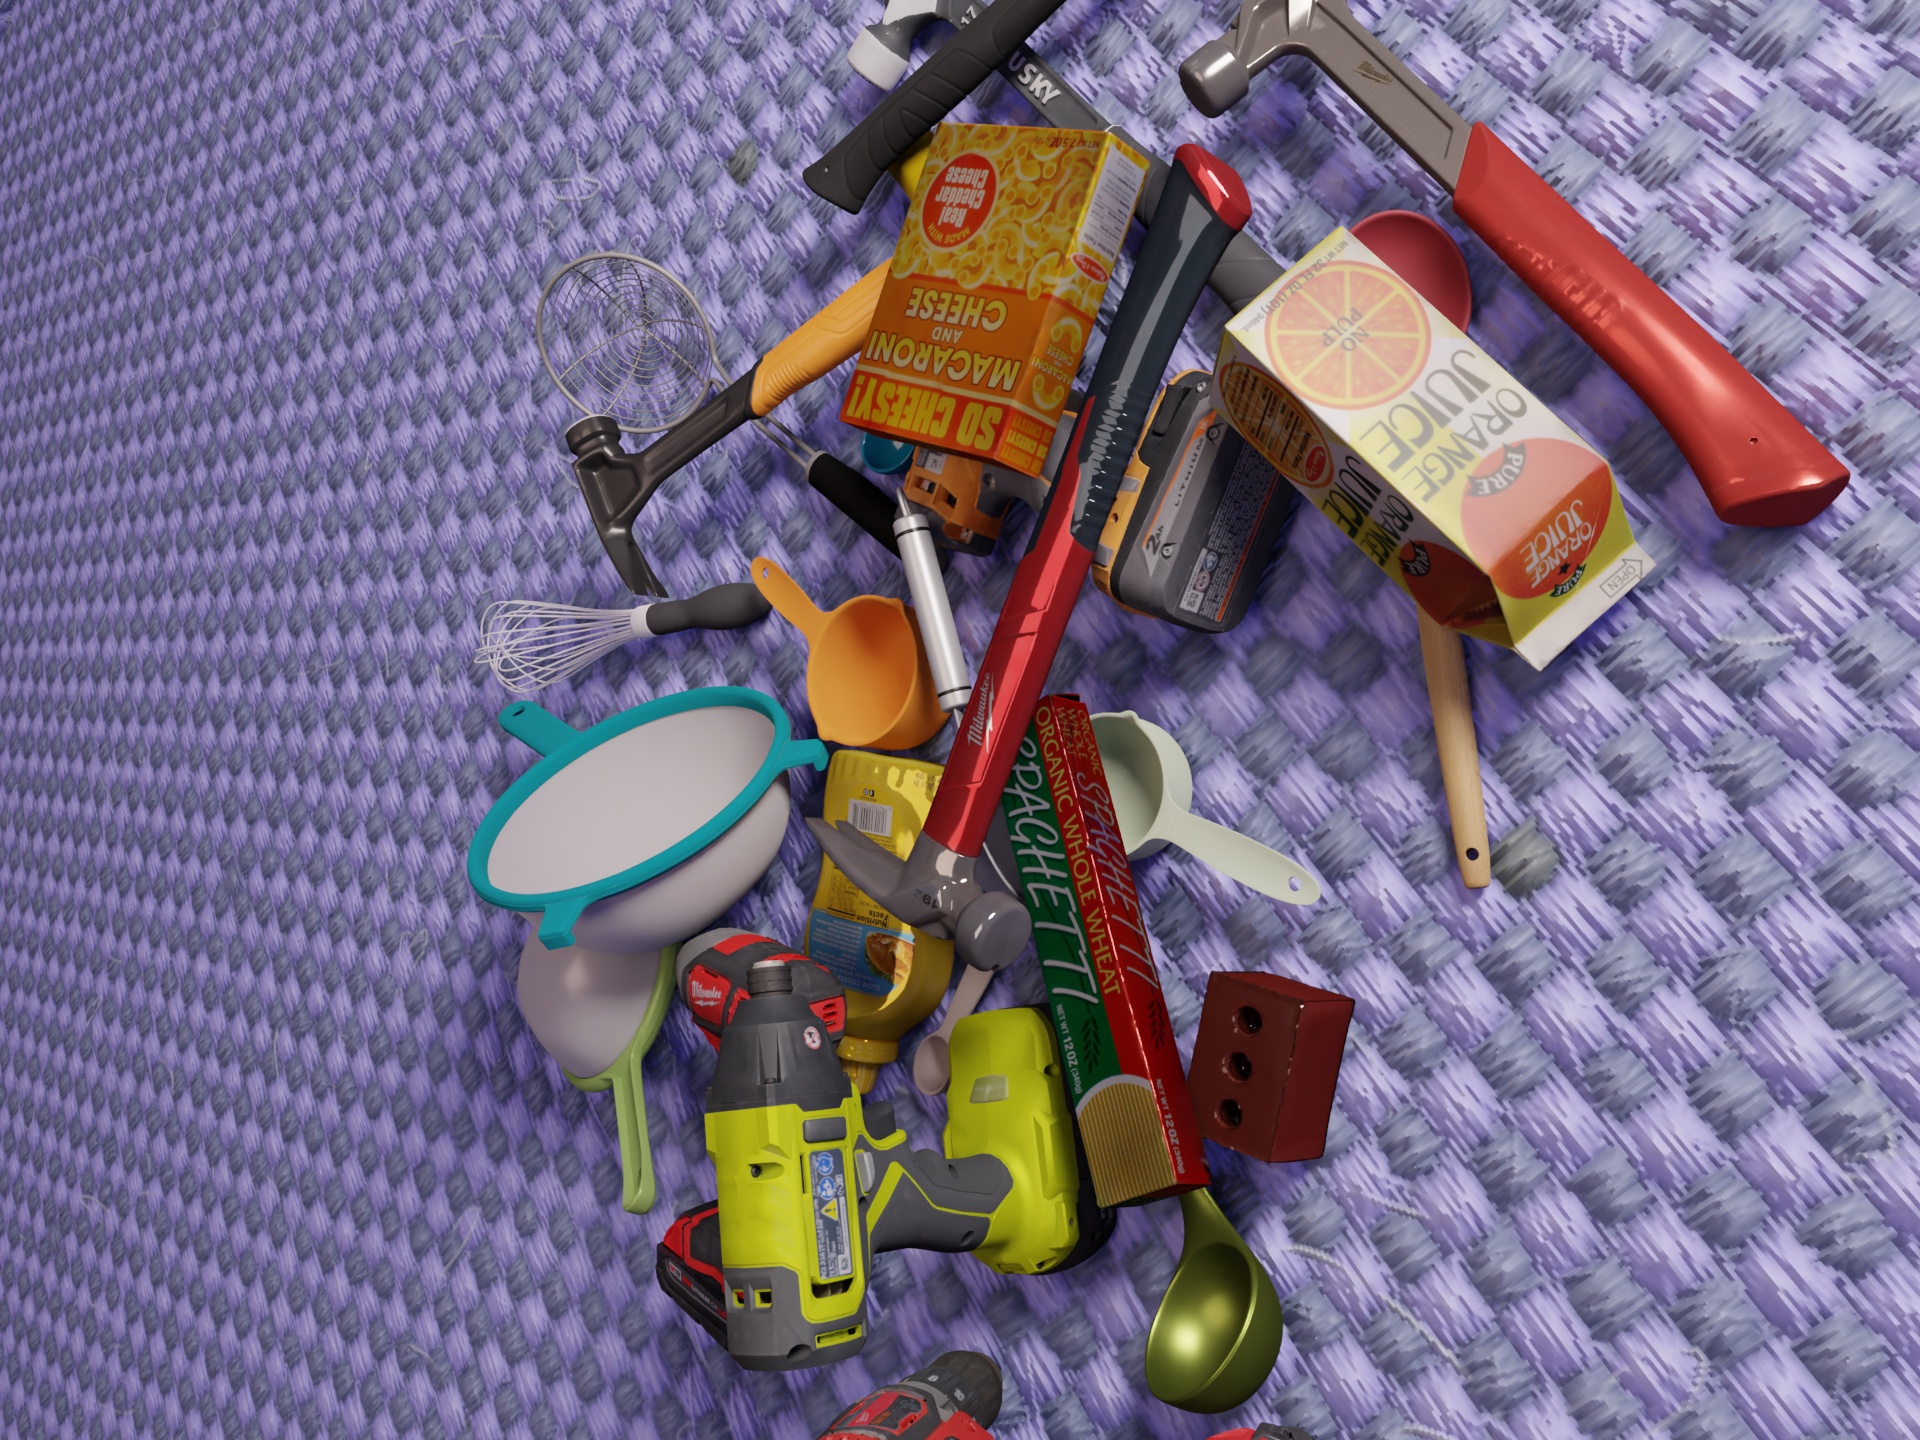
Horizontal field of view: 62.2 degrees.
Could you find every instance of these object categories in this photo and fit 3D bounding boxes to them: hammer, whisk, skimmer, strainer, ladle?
[{"bbox_3d":[0.036,-0.083,0.764,0.143,0.038,0.386,30,104,41],"label":"hammer"},{"bbox_3d":[-0.099,-0.204,0.947,0.337,0.034,0.127,-31,74,26],"label":"hammer"},{"bbox_3d":[-0.239,-0.066,1.103,0.285,0.070,0.070,-7,79,35],"label":"whisk"},{"bbox_3d":[0.033,-0.400,0.883,0.334,0.035,0.146,-32,65,31],"label":"hammer"},{"bbox_3d":[0.253,-0.226,0.697,0.149,0.036,0.359,-36,65,5],"label":"hammer"},{"bbox_3d":[-0.148,-0.185,1.016,0.364,0.090,0.127,42,132,35],"label":"skimmer"},{"bbox_3d":[-0.221,0.061,1.030,0.341,0.211,0.095,22,142,55],"label":"strainer"},{"bbox_3d":[0.083,0.174,0.790,0.078,0.062,0.320,-43,55,44],"label":"ladle"},{"bbox_3d":[-0.001,-0.003,0.849,0.050,0.087,0.258,-17,82,18],"label":"strainer"},{"bbox_3d":[0.216,-0.081,0.730,0.069,0.031,0.315,-9,80,24],"label":"ladle"},{"bbox_3d":[-0.236,0.196,1.004,0.151,0.069,0.257,-50,37,23],"label":"strainer"},{"bbox_3d":[0.077,-0.328,0.881,0.149,0.036,0.409,-50,56,23],"label":"hammer"}]

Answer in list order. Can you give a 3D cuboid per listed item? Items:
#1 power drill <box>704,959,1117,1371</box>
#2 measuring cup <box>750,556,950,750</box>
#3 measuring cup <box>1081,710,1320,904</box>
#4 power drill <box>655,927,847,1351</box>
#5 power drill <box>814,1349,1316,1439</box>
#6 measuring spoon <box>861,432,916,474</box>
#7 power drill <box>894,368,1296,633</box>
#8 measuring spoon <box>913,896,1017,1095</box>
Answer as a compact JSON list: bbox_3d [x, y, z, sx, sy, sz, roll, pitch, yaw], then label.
[{"bbox_3d":[-0.024,0.201,0.766,0.080,0.223,0.171,-17,73,38],"label":"power drill"},{"bbox_3d":[-0.065,-0.049,0.952,0.174,0.052,0.095,44,111,38],"label":"measuring cup"},{"bbox_3d":[0.115,0.052,0.792,0.168,0.038,0.083,28,102,38],"label":"measuring cup"},{"bbox_3d":[-0.121,0.228,0.904,0.143,0.078,0.219,12,104,53],"label":"power drill"},{"bbox_3d":[0.048,0.357,0.741,0.227,0.187,0.080,3,90,23],"label":"power drill"},{"bbox_3d":[-0.034,-0.208,0.974,0.042,0.021,0.129,-5,71,33],"label":"measuring spoon"},{"bbox_3d":[0.071,-0.157,0.835,0.226,0.084,0.185,29,101,44],"label":"power drill"},{"bbox_3d":[0.010,0.153,0.885,0.034,0.018,0.124,34,100,53],"label":"measuring spoon"}]
